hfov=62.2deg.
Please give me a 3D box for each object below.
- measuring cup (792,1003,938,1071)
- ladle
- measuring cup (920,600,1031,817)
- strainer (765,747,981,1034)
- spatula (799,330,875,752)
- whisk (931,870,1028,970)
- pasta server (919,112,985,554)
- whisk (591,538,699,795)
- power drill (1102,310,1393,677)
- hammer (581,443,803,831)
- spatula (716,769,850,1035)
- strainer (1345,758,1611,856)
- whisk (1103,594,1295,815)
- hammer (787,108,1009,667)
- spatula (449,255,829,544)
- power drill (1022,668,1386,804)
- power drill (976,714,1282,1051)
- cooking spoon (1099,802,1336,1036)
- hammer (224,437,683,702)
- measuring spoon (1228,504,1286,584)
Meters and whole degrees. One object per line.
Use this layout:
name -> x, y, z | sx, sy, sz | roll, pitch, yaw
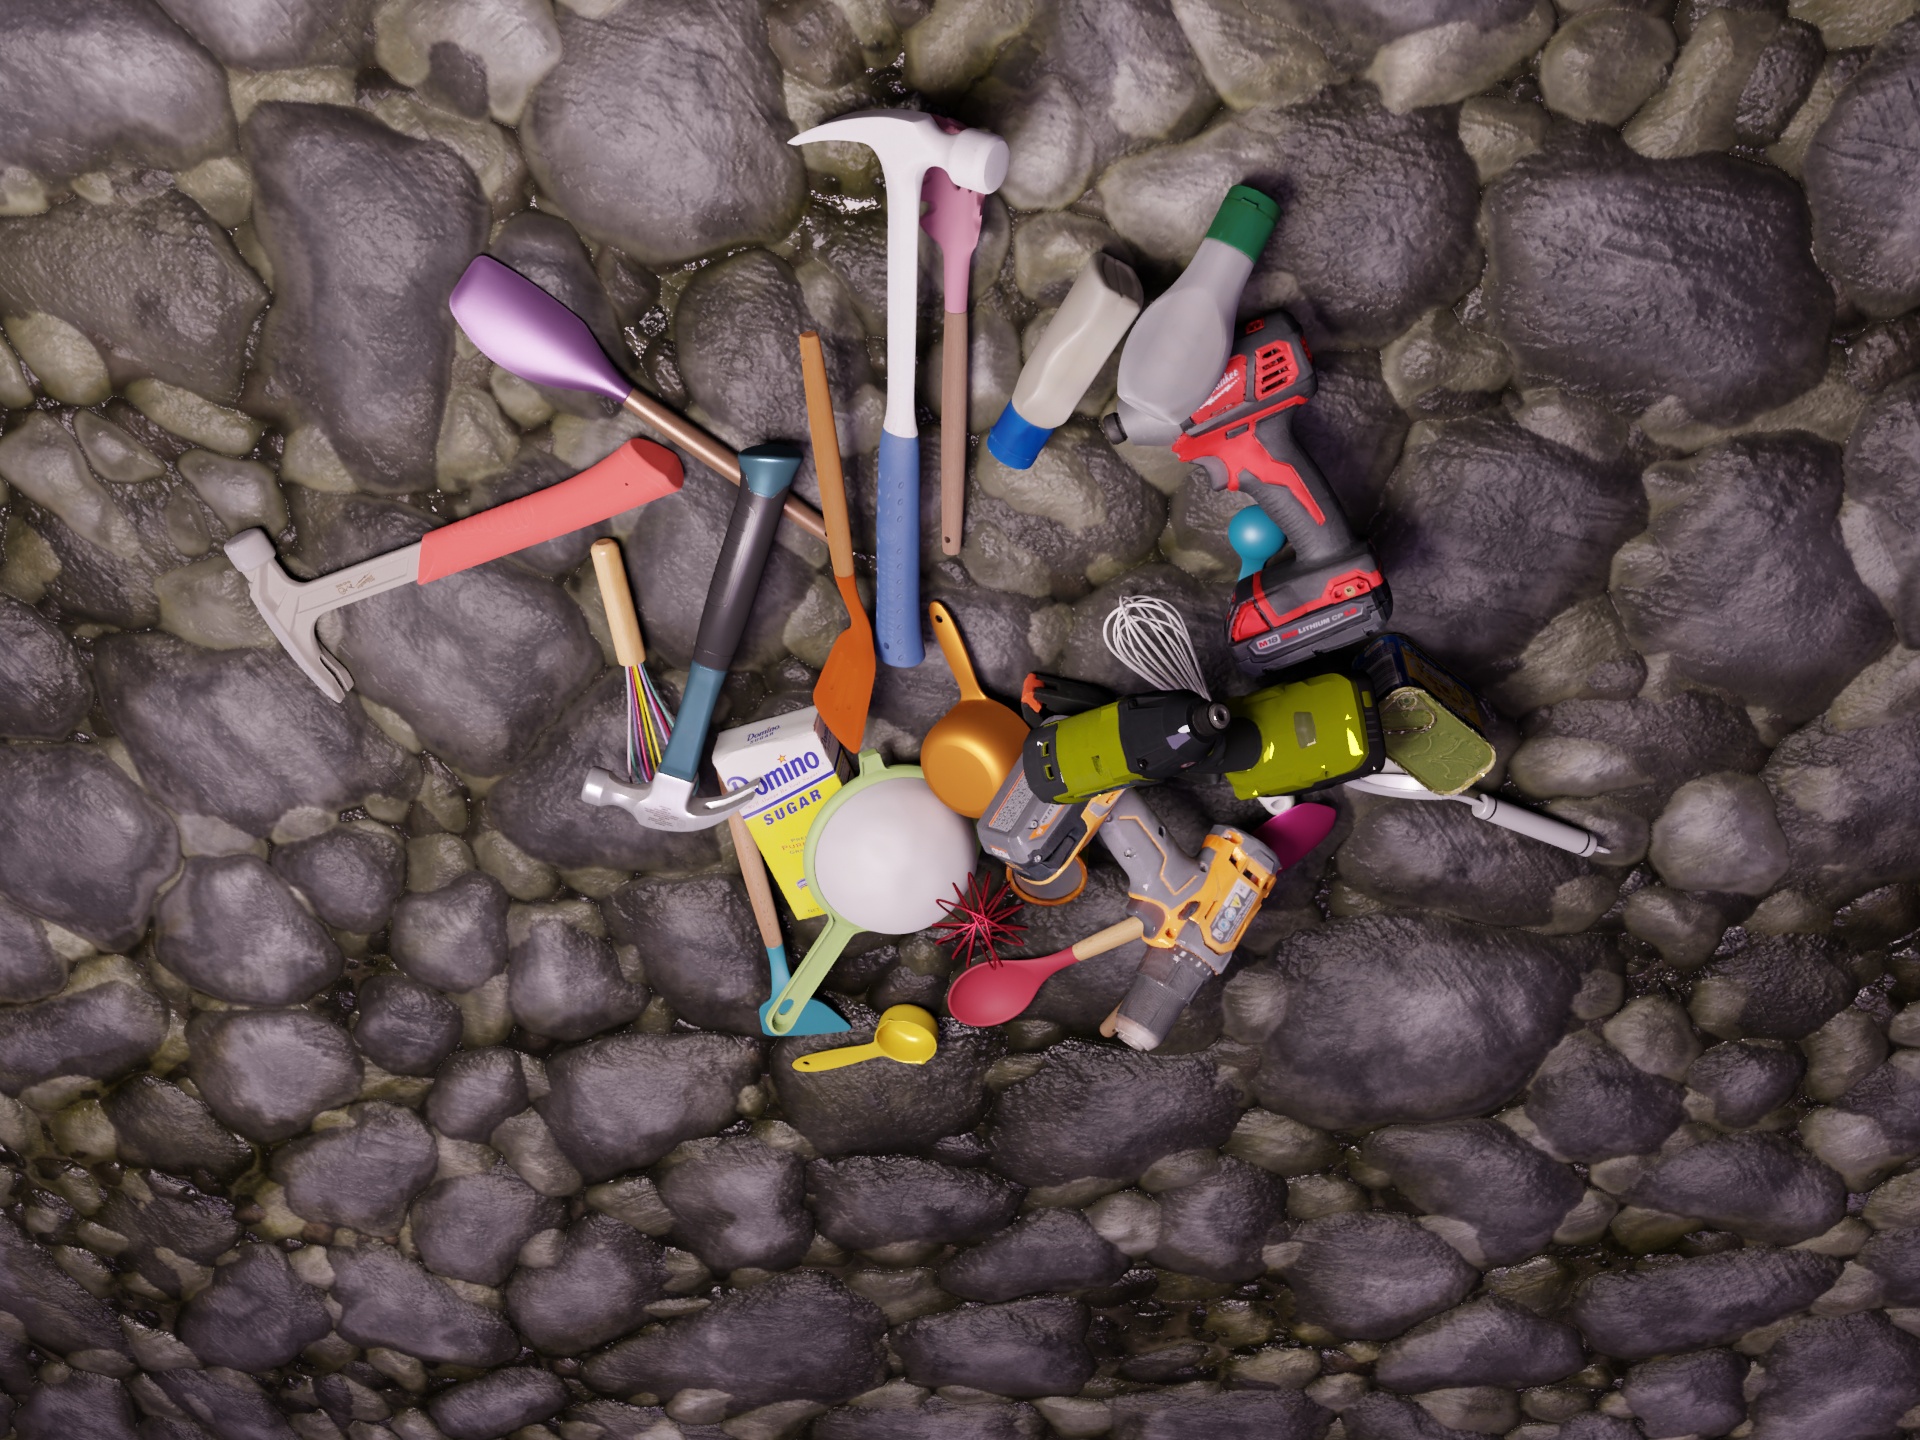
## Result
measuring cup -> -0.089, 0.295, 1.461 | 0.156, 0.029, 0.062 | -19, 122, 28
ladle -> 0.119, 0.187, 1.344 | 0.315, 0.031, 0.069 | -29, 120, 28
measuring cup -> -0.002, -0.004, 1.211 | 0.095, 0.052, 0.173 | -3, 119, 37
strainer -> -0.074, 0.158, 1.268 | 0.151, 0.069, 0.256 | 30, 98, -30
spatula -> -0.093, -0.123, 1.131 | 0.041, 0.081, 0.322 | -22, 131, -19
whisk -> 0.013, 0.162, 1.240 | 0.073, 0.073, 0.295 | 7, 169, 1
pasta server -> -0.008, -0.247, 1.064 | 0.060, 0.040, 0.316 | 22, 132, 26
whisk -> -0.249, -0.027, 1.239 | 0.051, 0.047, 0.244 | -2, 121, 9
power drill -> 0.195, -0.150, 1.074 | 0.143, 0.079, 0.219 | -20, 107, 17
hammer -> -0.183, -0.055, 1.178 | 0.128, 0.033, 0.330 | 19, 118, -6
spatula -> -0.167, 0.165, 1.377 | 0.082, 0.044, 0.317 | -5, 119, 9
strainer -> 0.400, 0.063, 1.237 | 0.258, 0.050, 0.087 | 19, 166, -16
whisk -> 0.187, -0.007, 1.206 | 0.058, 0.059, 0.246 | -31, 121, 21
hammer -> -0.045, -0.208, 1.076 | 0.144, 0.035, 0.405 | 24, 135, 24
spatula -> -0.213, -0.212, 1.118 | 0.315, 0.018, 0.060 | 33, 100, -18
power drill -> 0.177, 0.012, 1.083 | 0.223, 0.080, 0.171 | -3, 169, -36
power drill -> 0.120, 0.125, 1.194 | 0.226, 0.084, 0.185 | 38, 78, -23
cooking spoon -> 0.207, 0.174, 1.340 | 0.068, 0.017, 0.318 | 13, 131, -30
hammer -> -0.365, -0.123, 1.187 | 0.359, 0.037, 0.149 | -16, 122, 17
measuring spoon -> 0.211, -0.095, 1.156 | 0.042, 0.021, 0.128 | 4, 123, 3
